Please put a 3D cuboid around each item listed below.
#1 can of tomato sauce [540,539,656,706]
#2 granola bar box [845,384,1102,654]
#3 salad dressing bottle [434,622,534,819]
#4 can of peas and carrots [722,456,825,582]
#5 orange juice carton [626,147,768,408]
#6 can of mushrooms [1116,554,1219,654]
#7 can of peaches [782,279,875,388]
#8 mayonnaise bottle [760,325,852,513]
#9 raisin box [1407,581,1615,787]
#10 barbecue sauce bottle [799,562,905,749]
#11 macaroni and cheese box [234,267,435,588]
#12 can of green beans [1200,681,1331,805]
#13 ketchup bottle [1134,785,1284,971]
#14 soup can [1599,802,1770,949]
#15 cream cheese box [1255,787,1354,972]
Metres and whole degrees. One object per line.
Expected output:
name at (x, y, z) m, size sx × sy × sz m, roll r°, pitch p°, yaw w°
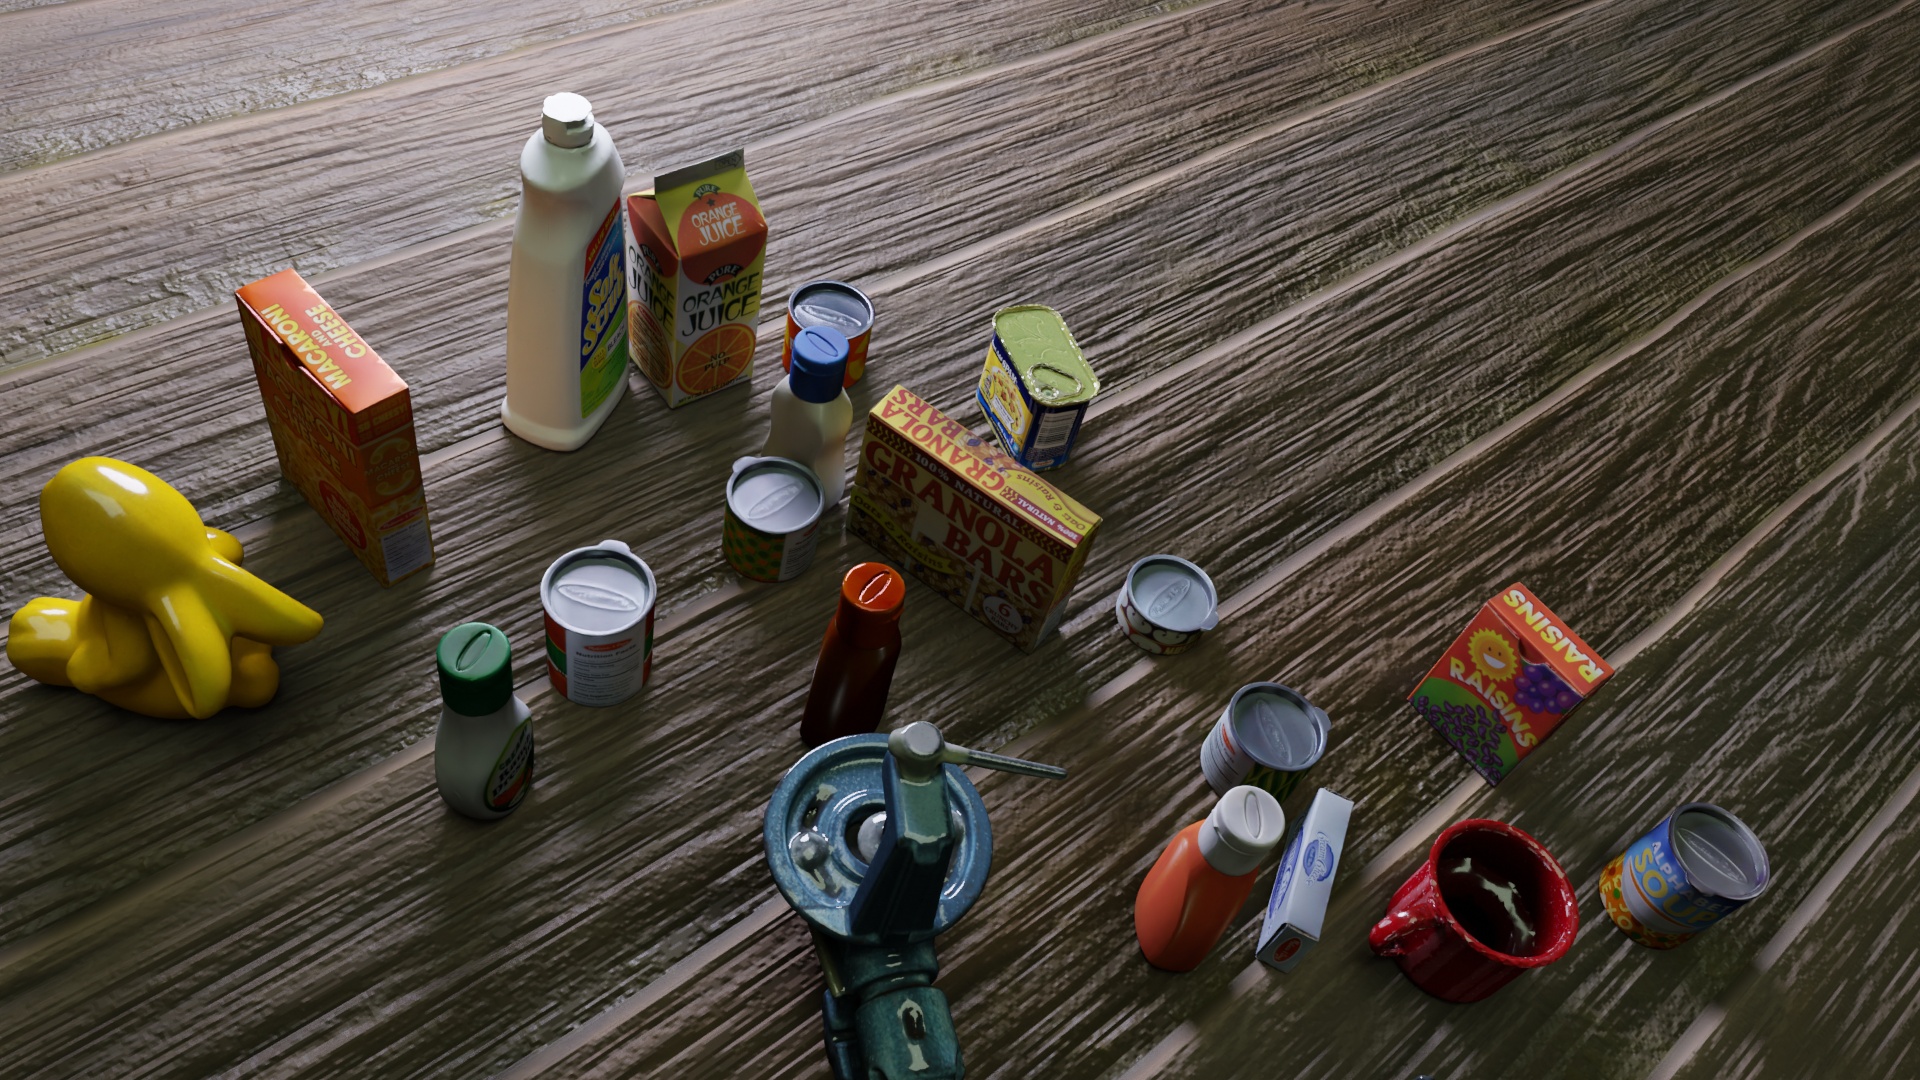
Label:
can of tomato sauce at (-0.222, 0.052, 0.856) m, size 0.071 × 0.082 × 0.071 m, roll 7°, pitch 51°, yaw -9°
granola bar box at (0.003, -0.012, 0.937) m, size 0.166 × 0.123 × 0.039 m, roll 34°, pitch 52°, yaw 14°
salad dressing bottle at (-0.263, 0.101, 0.765) m, size 0.044 × 0.146 × 0.064 m, roll 22°, pitch 50°, yaw 4°
can of peas and carrots at (-0.130, -0.015, 0.949) m, size 0.071 × 0.058 × 0.071 m, roll 7°, pitch 51°, yaw -9°
orange juice carton at (-0.190, -0.191, 0.988) m, size 0.072 × 0.191 × 0.073 m, roll -27°, pitch 63°, yaw -30°
can of mushrooms at (0.147, 0.047, 0.984) m, size 0.071 × 0.033 × 0.071 m, roll 7°, pitch 51°, yaw -9°
can of peaches at (-0.103, -0.156, 1.068) m, size 0.071 × 0.057 × 0.071 m, roll 7°, pitch 51°, yaw -9°
mayonnaise bottle at (-0.103, -0.082, 0.951) m, size 0.065 × 0.147 × 0.041 m, roll 40°, pitch 54°, yaw 17°
raisin box at (0.369, 0.099, 0.941) m, size 0.040 × 0.122 × 0.086 m, roll -25°, pitch 62°, yaw -29°
barbecue sauce bottle at (-0.062, 0.071, 0.839) m, size 0.044 × 0.147 × 0.065 m, roll 33°, pitch 52°, yaw 13°
macaroni and cheese box at (-0.382, -0.065, 0.855) m, size 0.124 × 0.165 × 0.040 m, roll 41°, pitch 54°, yaw 19°
can of green beans at (0.198, 0.136, 0.911) m, size 0.071 × 0.057 × 0.071 m, roll 7°, pitch 51°, yaw -9°
ketchup bottle at (0.141, 0.191, 0.794) m, size 0.043 × 0.148 × 0.065 m, roll 8°, pitch 51°, yaw -7°
soup can at (0.462, 0.219, 0.894) m, size 0.071 × 0.083 × 0.072 m, roll 7°, pitch 51°, yaw -9°
cream cheese box at (0.213, 0.209, 0.859) m, size 0.024 × 0.053 × 0.104 m, roll 25°, pitch 50°, yaw 6°
